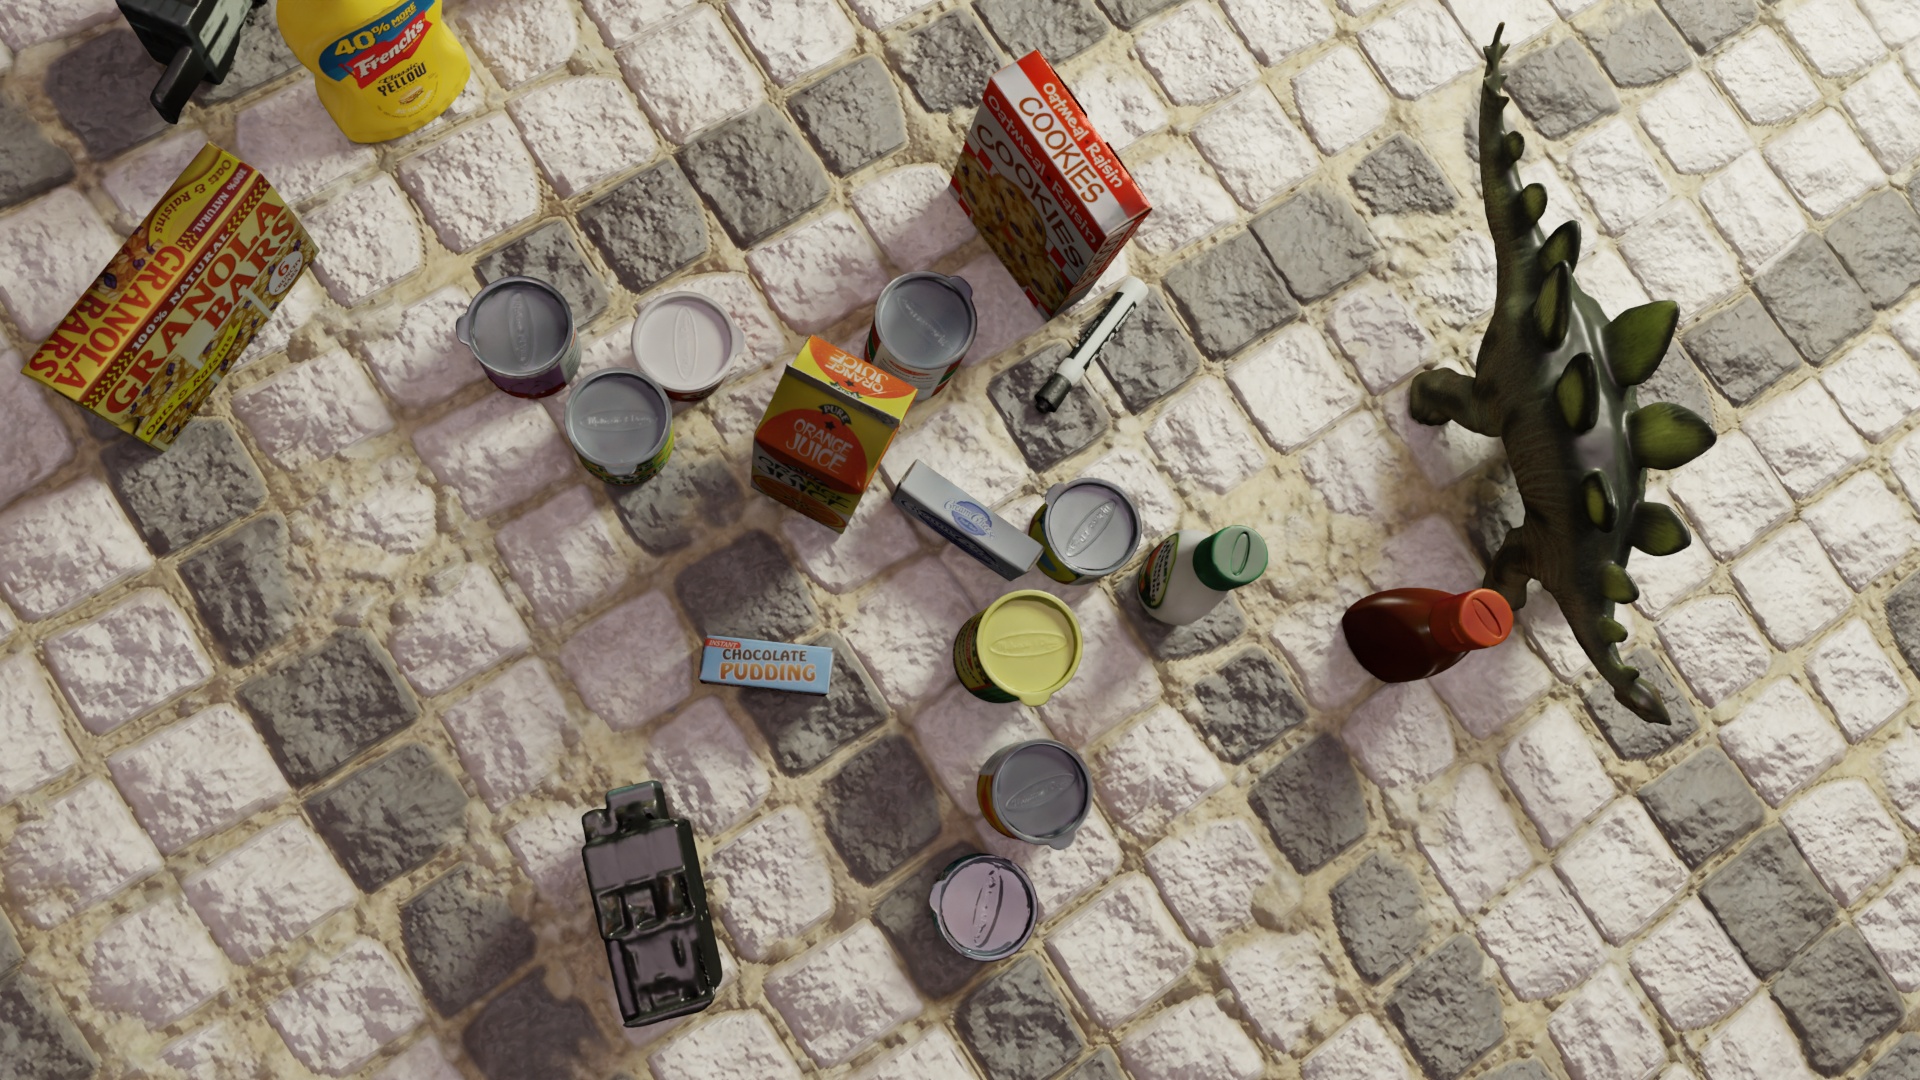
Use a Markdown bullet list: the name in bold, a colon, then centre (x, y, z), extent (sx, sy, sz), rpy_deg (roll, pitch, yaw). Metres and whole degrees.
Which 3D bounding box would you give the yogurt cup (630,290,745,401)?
- **yogurt cup**: centre (-0.181, -0.124, 0.915), extent (0.072, 0.054, 0.072), rpy_deg (2, 80, -9)

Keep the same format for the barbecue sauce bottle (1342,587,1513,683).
- **barbecue sauce bottle**: centre (0.308, 0.059, 0.918), extent (0.044, 0.148, 0.065), rpy_deg (-33, 87, -13)

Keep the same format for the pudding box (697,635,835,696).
- **pudding box**: centre (-0.124, 0.081, 0.891), extent (0.084, 0.049, 0.030), rpy_deg (7, 79, -8)

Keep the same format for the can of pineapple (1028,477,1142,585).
- **can of pineapple**: centre (0.082, -0.007, 0.938), extent (0.071, 0.057, 0.071), rpy_deg (2, 80, -9)

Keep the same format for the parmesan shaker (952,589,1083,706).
- **parmesan shaker**: centre (0.034, 0.073, 0.892), extent (0.071, 0.103, 0.071), rpy_deg (2, 80, -9)

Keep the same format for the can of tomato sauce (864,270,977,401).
- **can of tomato sauce**: centre (-0.028, -0.136, 0.929), extent (0.071, 0.083, 0.071), rpy_deg (2, 80, -9)

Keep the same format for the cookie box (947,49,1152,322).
- **cookie box**: centre (0.055, -0.228, 0.916), extent (0.040, 0.167, 0.123), rpy_deg (-35, 88, -13)

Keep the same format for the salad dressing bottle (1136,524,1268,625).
- **salad dressing bottle**: centre (0.156, 0.019, 0.900), extent (0.044, 0.147, 0.064), rpy_deg (18, 78, -6)

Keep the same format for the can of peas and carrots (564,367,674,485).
- **can of peas and carrots**: centre (-0.218, -0.070, 0.897), extent (0.071, 0.058, 0.071), rpy_deg (2, 80, -9)

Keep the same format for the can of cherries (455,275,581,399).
- **can of cherries**: centre (-0.284, -0.130, 0.897), extent (0.071, 0.058, 0.071), rpy_deg (2, 80, -9)

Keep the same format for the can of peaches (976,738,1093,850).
- **can of peaches**: centre (0.048, 0.165, 0.901), extent (0.071, 0.058, 0.071), rpy_deg (2, 80, -9)

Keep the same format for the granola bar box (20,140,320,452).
- **granola bar box**: centre (-0.465, -0.141, 0.834), extent (0.039, 0.124, 0.166), rpy_deg (32, 77, -3)

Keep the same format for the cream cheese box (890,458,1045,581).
- **cream cheese box**: centre (0.003, -0.012, 0.927), extent (0.104, 0.053, 0.024), rpy_deg (34, 77, -2)

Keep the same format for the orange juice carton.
- **orange juice carton**: centre (-0.080, -0.066, 0.851), extent (0.072, 0.192, 0.073), rpy_deg (28, 77, -4)

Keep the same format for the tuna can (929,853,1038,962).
- **tuna can**: centre (0.012, 0.235, 0.895), extent (0.071, 0.032, 0.071), rpy_deg (2, 80, -9)
